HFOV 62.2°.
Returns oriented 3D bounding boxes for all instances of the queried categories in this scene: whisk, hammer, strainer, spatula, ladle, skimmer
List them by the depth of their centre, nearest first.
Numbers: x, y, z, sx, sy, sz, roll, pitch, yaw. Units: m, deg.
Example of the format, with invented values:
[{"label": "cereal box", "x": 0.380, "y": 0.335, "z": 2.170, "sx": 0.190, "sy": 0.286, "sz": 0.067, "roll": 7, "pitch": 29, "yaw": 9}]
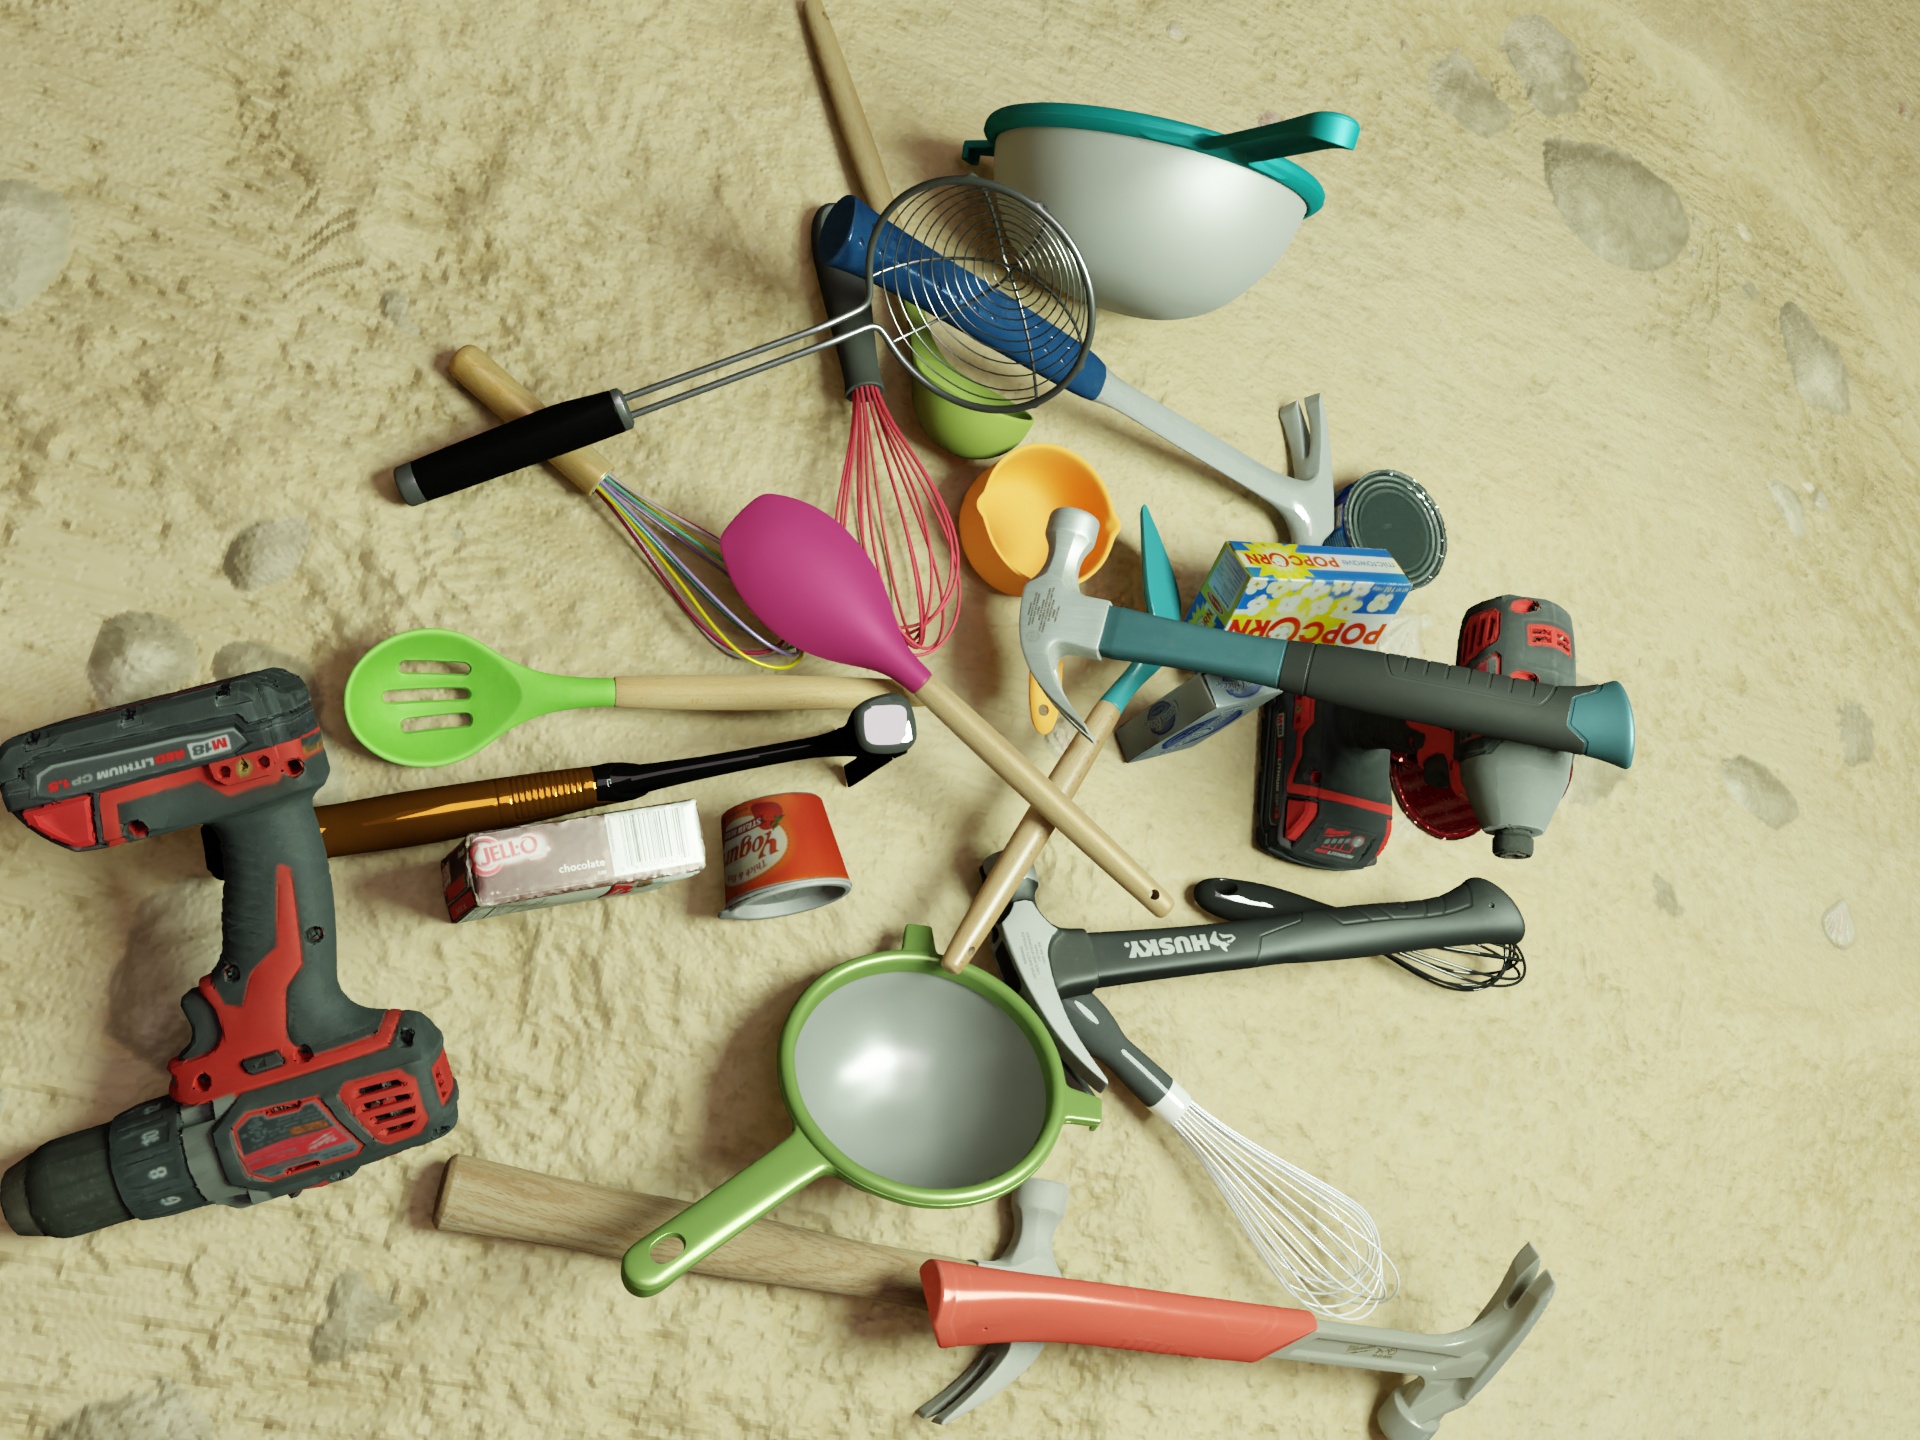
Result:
[{"label": "strainer", "x": -0.062, "y": 0.218, "z": 0.796, "sx": 0.256, "sy": 0.069, "sz": 0.152, "roll": -28, "pitch": 59, "yaw": -37}, {"label": "hammer", "x": -0.195, "y": 0.035, "z": 0.798, "sx": 0.337, "sy": 0.127, "sz": 0.034, "roll": -9, "pitch": 83, "yaw": -17}, {"label": "skimmer", "x": -0.113, "y": -0.171, "z": 0.807, "sx": 0.363, "sy": 0.090, "sz": 0.127, "roll": -21, "pitch": 122, "yaw": -3}, {"label": "hammer", "x": -0.099, "y": 0.272, "z": 0.808, "sx": 0.331, "sy": 0.031, "sz": 0.130, "roll": 18, "pitch": 70, "yaw": -20}, {"label": "hammer", "x": 0.188, "y": -0.029, "z": 0.853, "sx": 0.331, "sy": 0.033, "sz": 0.128, "roll": 12, "pitch": 76, "yaw": 19}, {"label": "hammer", "x": 0.147, "y": 0.321, "z": 0.854, "sx": 0.358, "sy": 0.037, "sz": 0.149, "roll": 16, "pitch": 115, "yaw": -22}, {"label": "whisk", "x": -0.179, "y": -0.114, "z": 0.861, "sx": 0.245, "sy": 0.051, "sz": 0.047, "roll": 42, "pitch": 70, "yaw": -7}, {"label": "strainer", "x": 0.125, "y": -0.284, "z": 0.913, "sx": 0.211, "sy": 0.341, "sz": 0.095, "roll": 10, "pitch": 100, "yaw": -19}, {"label": "whisk", "x": 0.143, "y": 0.242, "z": 0.919, "sx": 0.284, "sy": 0.070, "sz": 0.070, "roll": 44, "pitch": 64, "yaw": -4}, {"label": "spatula", "x": 0.065, "y": 0.012, "z": 0.919, "sx": 0.318, "sy": 0.044, "sz": 0.082, "roll": -56, "pitch": 139, "yaw": -26}, {"label": "hammer", "x": 0.183, "y": 0.133, "z": 0.925, "sx": 0.334, "sy": 0.035, "sz": 0.146, "roll": -3, "pitch": 57, "yaw": -19}, {"label": "whisk", "x": -0.052, "y": -0.174, "z": 0.929, "sx": 0.073, "sy": 0.073, "sz": 0.296, "roll": -3, "pitch": 72, "yaw": -26}, {"label": "hammer", "x": 0.090, "y": -0.205, "z": 0.961, "sx": 0.405, "sy": 0.035, "sz": 0.144, "roll": 22, "pitch": 66, "yaw": -34}, {"label": "ladle", "x": -0.034, "y": -0.305, "z": 0.969, "sx": 0.078, "sy": 0.062, "sz": 0.320, "roll": -5, "pitch": 74, "yaw": -57}, {"label": "whisk", "x": 0.254, "y": 0.130, "z": 1.002, "sx": 0.239, "sy": 0.055, "sz": 0.055, "roll": 14, "pitch": 72, "yaw": -17}]

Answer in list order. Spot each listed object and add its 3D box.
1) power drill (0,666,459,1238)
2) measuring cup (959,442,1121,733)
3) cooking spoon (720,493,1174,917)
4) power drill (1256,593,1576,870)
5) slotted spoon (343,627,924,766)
[{"label": "power drill", "x": -0.337, "y": 0.106, "z": 0.686, "sx": 0.188, "sy": 0.080, "sz": 0.226, "roll": -16, "pitch": 99, "yaw": -10}, {"label": "measuring cup", "x": 0.042, "y": -0.076, "z": 0.951, "sx": 0.095, "sy": 0.052, "sz": 0.174, "roll": 5, "pitch": 82, "yaw": -23}, {"label": "cooking spoon", "x": -0.001, "y": -0.003, "z": 0.860, "sx": 0.319, "sy": 0.017, "sz": 0.069, "roll": 43, "pitch": 79, "yaw": -6}, {"label": "power drill", "x": 0.268, "y": 0.022, "z": 0.934, "sx": 0.078, "sy": 0.219, "sz": 0.143, "roll": 13, "pitch": 72, "yaw": -22}, {"label": "slotted spoon", "x": -0.157, "y": -0.013, "z": 0.838, "sx": 0.313, "sy": 0.031, "sz": 0.070, "roll": -1, "pitch": 97, "yaw": -20}]
